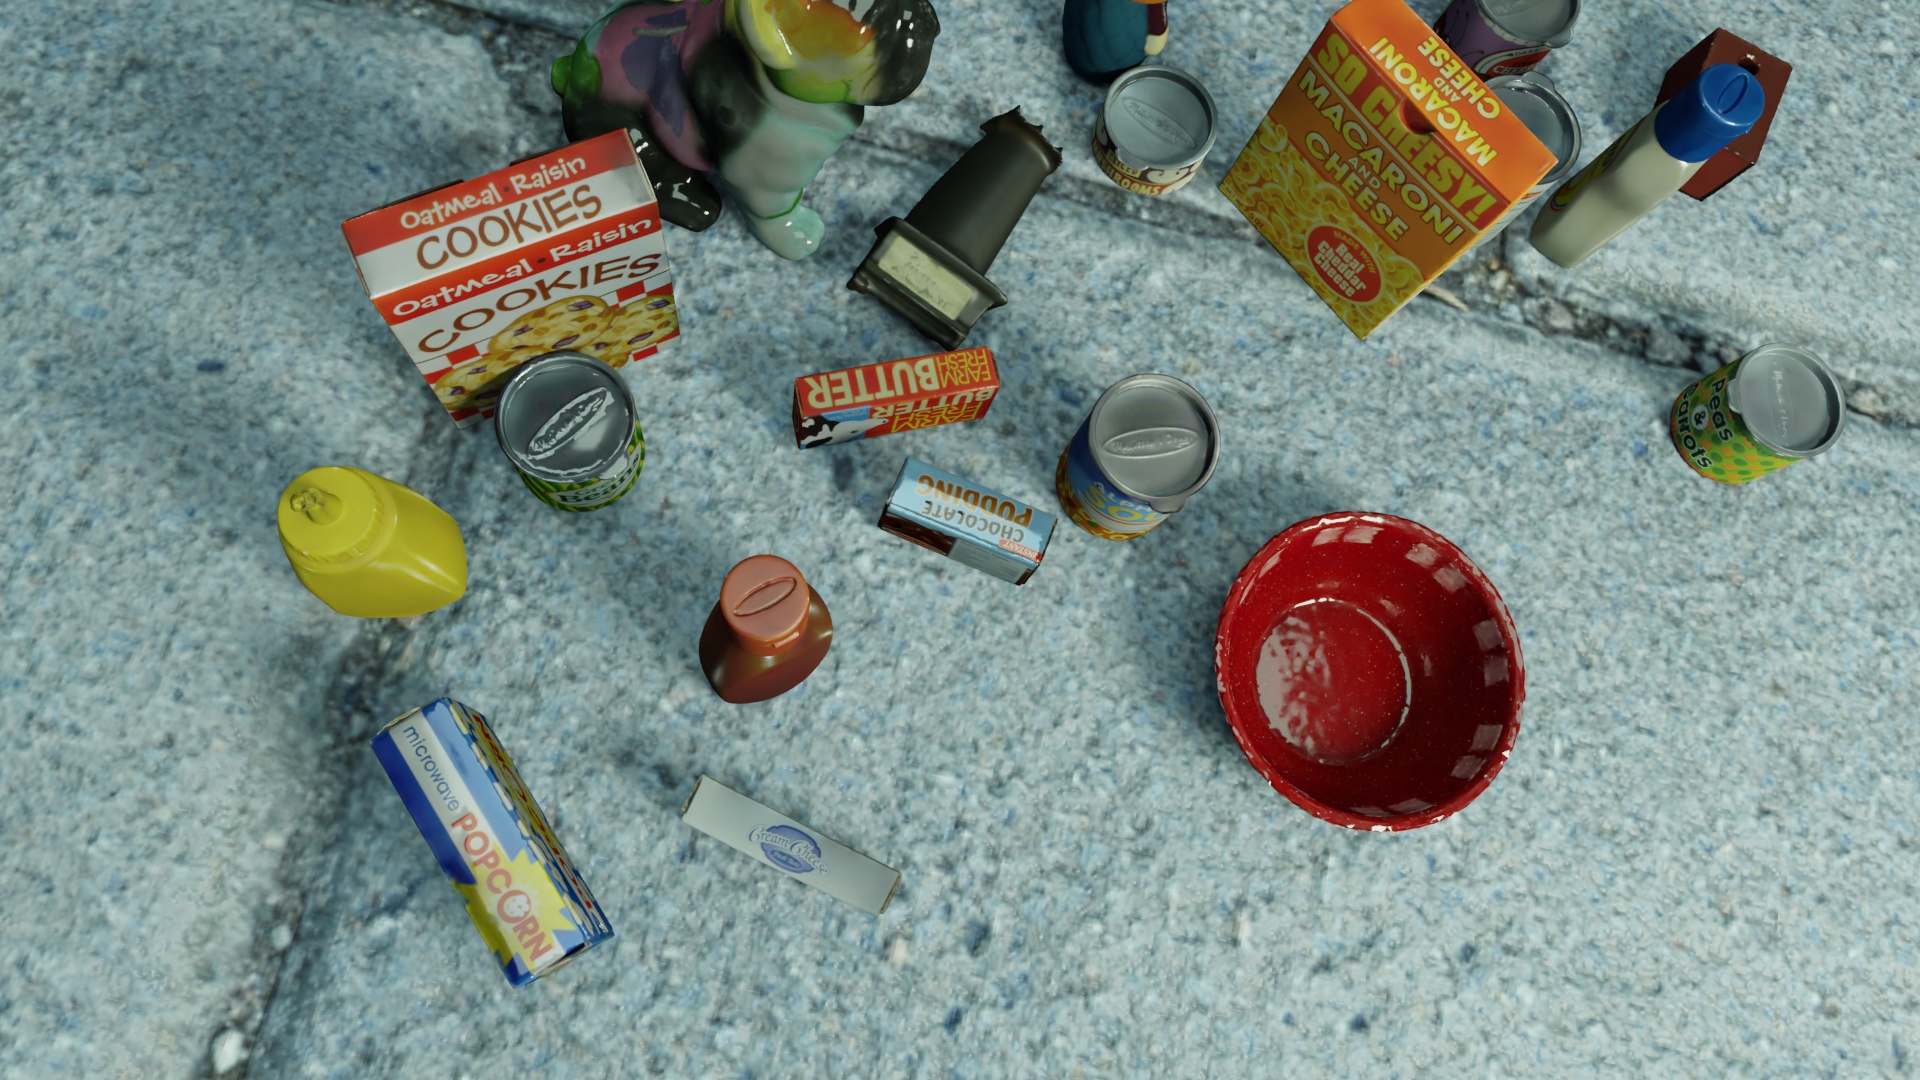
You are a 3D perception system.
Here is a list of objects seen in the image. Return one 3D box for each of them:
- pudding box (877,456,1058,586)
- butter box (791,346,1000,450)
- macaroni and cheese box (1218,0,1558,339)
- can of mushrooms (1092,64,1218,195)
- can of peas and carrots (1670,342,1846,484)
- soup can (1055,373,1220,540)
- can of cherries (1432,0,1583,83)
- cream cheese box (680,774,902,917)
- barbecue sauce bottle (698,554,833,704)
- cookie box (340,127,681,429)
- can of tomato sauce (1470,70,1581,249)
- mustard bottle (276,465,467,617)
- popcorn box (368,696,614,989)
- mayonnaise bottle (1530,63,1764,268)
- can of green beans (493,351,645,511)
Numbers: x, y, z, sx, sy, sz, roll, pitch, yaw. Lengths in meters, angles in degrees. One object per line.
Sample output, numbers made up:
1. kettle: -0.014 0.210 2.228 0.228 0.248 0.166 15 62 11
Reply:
1. pudding box: 0.003 -0.009 0.708 0.084 0.049 0.030 22 74 -2
2. butter box: -0.034 -0.073 0.717 0.104 0.053 0.024 -11 78 -10
3. macaroni and cheese box: 0.213 -0.189 0.722 0.040 0.166 0.124 -40 84 -15
4. can of mushrooms: 0.108 -0.231 0.788 0.071 0.033 0.071 2 76 -7
5. can of peas and carrots: 0.444 -0.070 0.780 0.071 0.058 0.071 2 76 -7
6. soup can: 0.089 -0.038 0.709 0.071 0.083 0.071 2 76 -7
7. can of cherries: 0.324 -0.307 0.824 0.071 0.058 0.071 2 76 -7
8. cream cheese box: -0.080 0.145 0.655 0.104 0.053 0.024 26 74 -1
9. barbecue sauce bottle: -0.088 0.041 0.631 0.065 0.148 0.044 -28 81 -13
10. cookie box: -0.199 -0.117 0.646 0.123 0.167 0.040 -24 81 -13
11. can of tomato sauce: 0.296 -0.213 0.783 0.071 0.083 0.071 2 76 -7
12. mustard bottle: -0.263 -0.001 0.611 0.065 0.160 0.049 -10 78 -10
13. popcorn box: -0.207 0.135 0.623 0.038 0.085 0.127 -32 82 -14
14. mayonnaise bottle: 0.373 -0.205 0.758 0.041 0.147 0.065 38 74 2
15. can of green beans: -0.191 -0.052 0.688 0.071 0.057 0.071 2 76 -7
